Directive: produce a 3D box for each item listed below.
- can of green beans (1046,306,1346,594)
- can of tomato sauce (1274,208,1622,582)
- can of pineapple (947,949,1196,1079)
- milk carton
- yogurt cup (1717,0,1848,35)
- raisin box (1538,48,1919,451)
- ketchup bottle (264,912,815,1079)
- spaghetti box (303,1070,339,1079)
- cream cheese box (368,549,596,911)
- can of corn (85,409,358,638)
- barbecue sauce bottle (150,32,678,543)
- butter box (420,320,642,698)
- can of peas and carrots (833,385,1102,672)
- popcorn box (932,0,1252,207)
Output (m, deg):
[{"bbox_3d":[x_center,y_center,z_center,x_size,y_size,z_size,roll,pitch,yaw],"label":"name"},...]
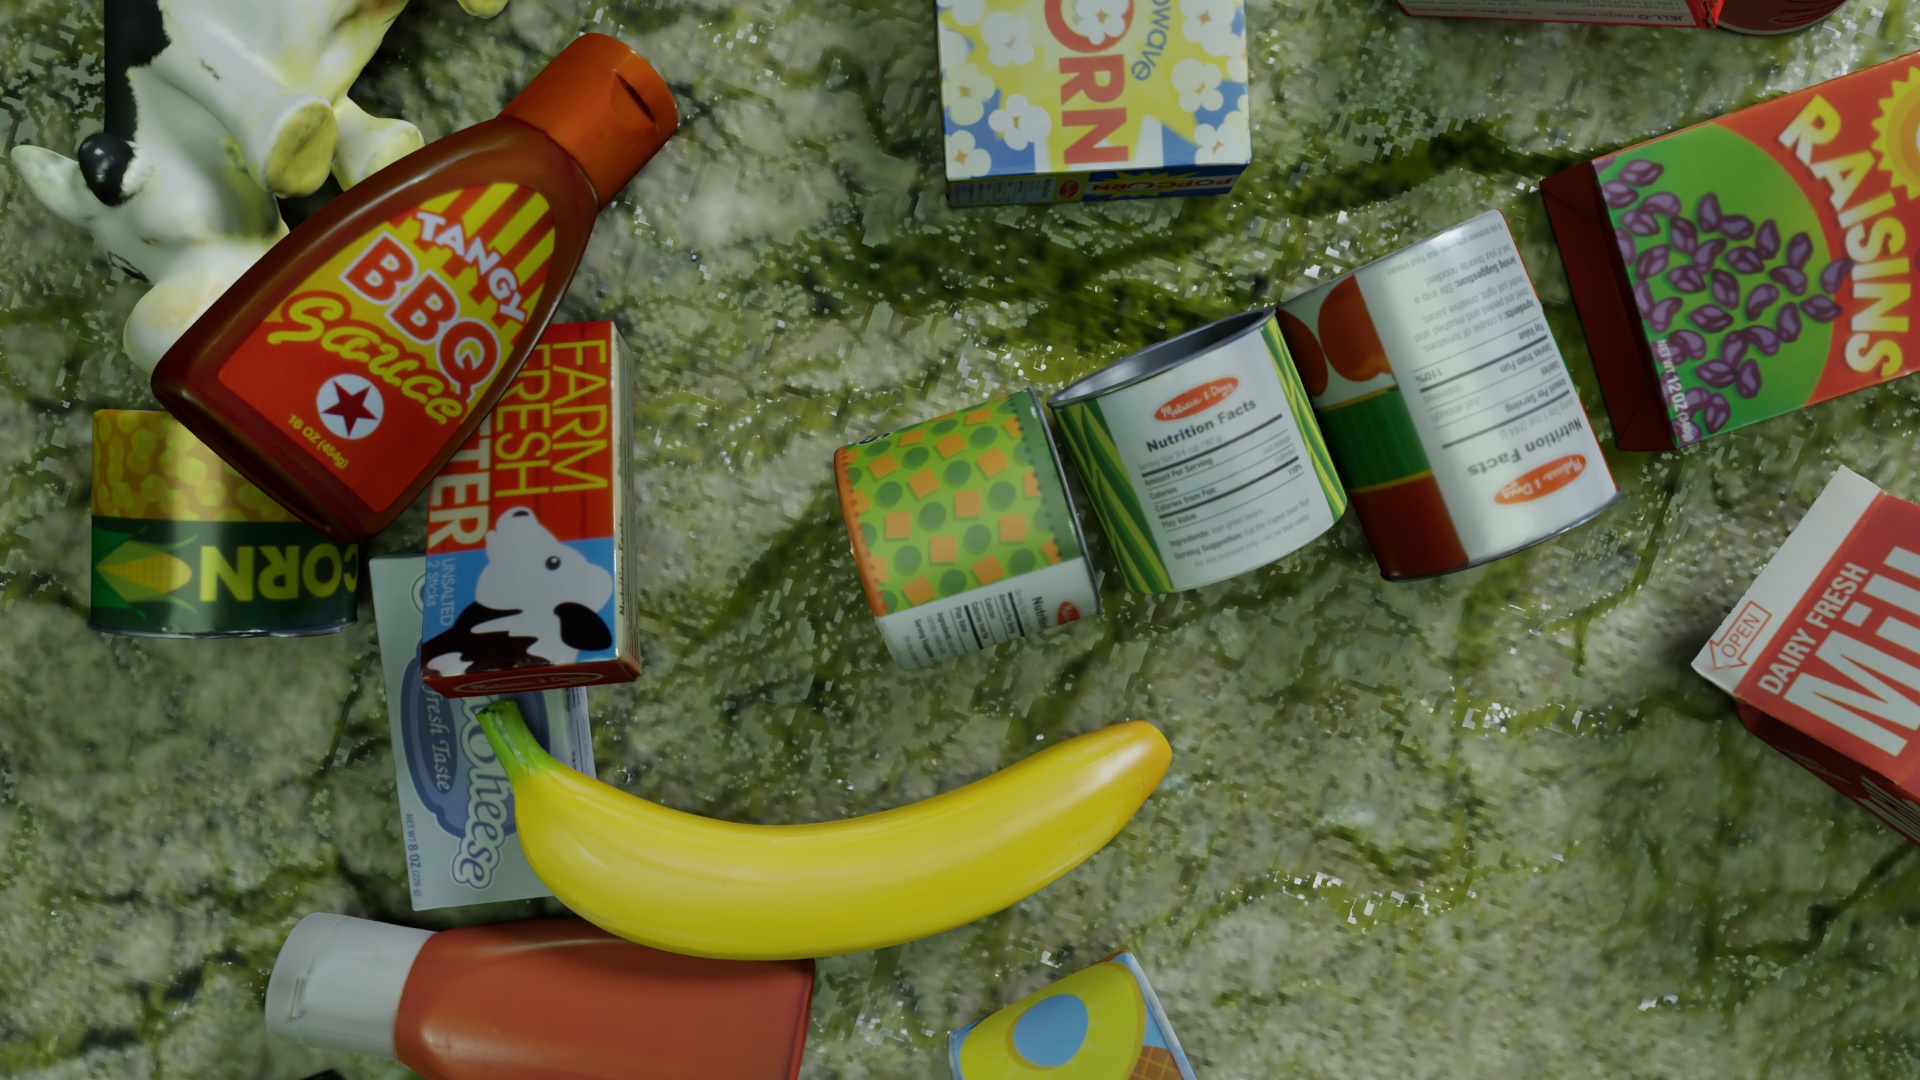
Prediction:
[{"bbox_3d":[0.065,-0.024,0.380,0.071,0.071,0.057,-23,99,1],"label":"can of green beans"},{"bbox_3d":[0.131,-0.039,0.383,0.071,0.071,0.083,-24,93,1],"label":"can of tomato sauce"},{"bbox_3d":[0.037,0.159,0.391,0.058,0.071,0.071,-26,93,2],"label":"can of pineapple"},{"bbox_3d":[0.300,0.060,0.383,0.190,0.073,0.072,35,93,-2],"label":"milk carton"},{"bbox_3d":[0.235,-0.180,0.380,0.072,0.054,0.072,0,94,1],"label":"yogurt cup"},{"bbox_3d":[0.241,-0.083,0.393,0.123,0.040,0.086,-18,92,2],"label":"raisin box"},{"bbox_3d":[-0.120,0.138,0.402,0.149,0.043,0.065,10,85,0],"label":"ketchup bottle"},{"bbox_3d":[-0.167,0.285,0.417,0.050,0.029,0.250,-22,93,2],"label":"spaghetti box"},{"bbox_3d":[-0.137,0.052,0.407,0.053,0.024,0.103,-6,93,-1],"label":"cream cheese box"},{"bbox_3d":[-0.199,-0.006,0.382,0.071,0.071,0.058,2,93,0],"label":"can of corn"},{"bbox_3d":[-0.132,-0.073,0.364,0.064,0.043,0.149,51,61,-34],"label":"barbecue sauce bottle"},{"bbox_3d":[-0.118,-0.010,0.384,0.053,0.024,0.104,-6,68,-2],"label":"butter box"},{"bbox_3d":[0.001,-0.005,0.385,0.059,0.071,0.071,-17,93,2],"label":"can of peas and carrots"},{"bbox_3d":[0.034,-0.162,0.389,0.085,0.038,0.126,-3,93,0],"label":"popcorn box"}]
